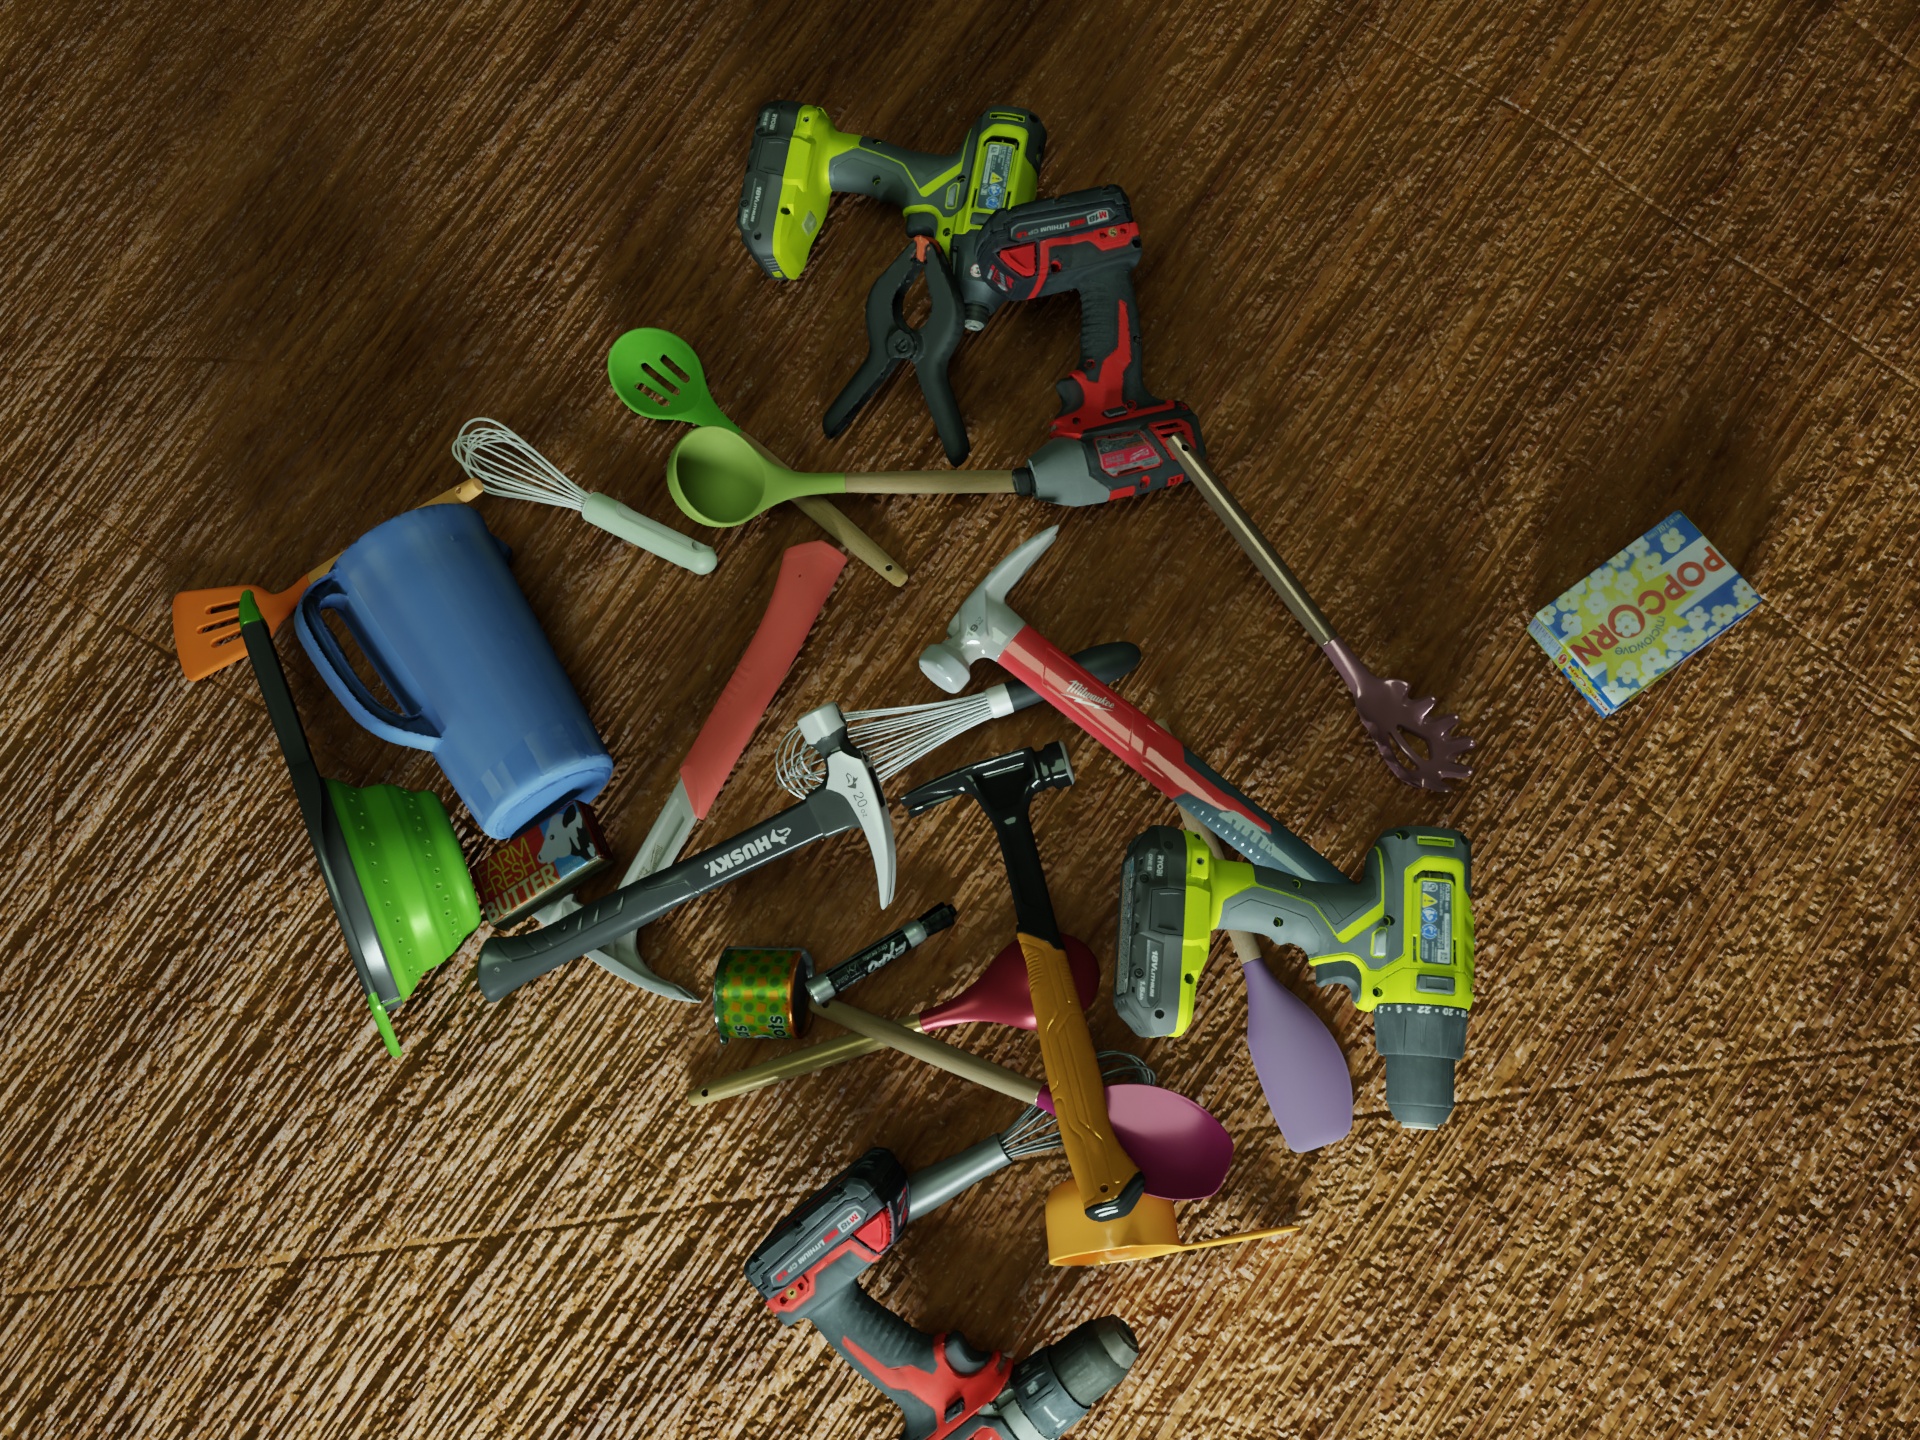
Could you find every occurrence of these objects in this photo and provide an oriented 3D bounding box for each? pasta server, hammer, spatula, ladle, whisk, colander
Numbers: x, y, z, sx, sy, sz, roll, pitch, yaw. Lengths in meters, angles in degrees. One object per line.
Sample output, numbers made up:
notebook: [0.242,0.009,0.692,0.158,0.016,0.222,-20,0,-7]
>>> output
pasta server: [0.247,-0.080,1.123,0.060,0.040,0.316,-35,85,-14]
hammer: [-0.178,0.028,1.205,0.149,0.036,0.359,28,84,15]
spatula: [0.198,0.144,1.119,0.060,0.018,0.316,-22,76,4]
ladle: [-0.052,0.224,1.145,0.315,0.031,0.069,-20,73,7]
whisk: [-0.301,-0.176,1.270,0.246,0.058,0.059,26,118,11]
hammer: [0.052,0.174,1.084,0.127,0.034,0.337,-17,59,5]
hammer: [0.162,0.025,1.119,0.386,0.038,0.143,39,78,9]
spatula: [-0.508,-0.123,1.273,0.322,0.041,0.081,-23,74,24]
whisk: [0.028,0.297,1.103,0.239,0.055,0.055,-31,74,7]
whisk: [-0.002,-0.003,1.170,0.284,0.070,0.070,-19,75,1]
colander: [-0.450,0.051,1.201,0.094,0.204,0.397,-19,65,-21]
ladle: [-0.061,-0.184,1.205,0.320,0.062,0.078,0,80,2]
hammer: [-0.202,0.124,1.143,0.335,0.035,0.146,-26,90,10]

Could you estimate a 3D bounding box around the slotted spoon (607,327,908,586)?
slotted spoon: [-0.159,-0.205,1.259,0.314,0.031,0.070,41,88,14]

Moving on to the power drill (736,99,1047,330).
power drill: [-0.055,-0.403,1.258,0.223,0.080,0.171,10,84,10]

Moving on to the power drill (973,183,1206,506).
power drill: [0.086,-0.268,1.176,0.143,0.078,0.220,-15,89,-7]

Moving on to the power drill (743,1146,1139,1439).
power drill: [-0.012,0.396,1.055,0.188,0.080,0.227,-40,85,7]

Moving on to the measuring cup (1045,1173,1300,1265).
measuring cup: [0.141,0.328,1.067,0.173,0.095,0.052,-4,65,-10]

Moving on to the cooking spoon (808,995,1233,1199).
cooking spoon: [0.032,0.245,1.082,0.319,0.017,0.069,17,68,24]

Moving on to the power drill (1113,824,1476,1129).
power drill: [0.219,0.159,1.029,0.228,0.080,0.191,5,76,-2]
